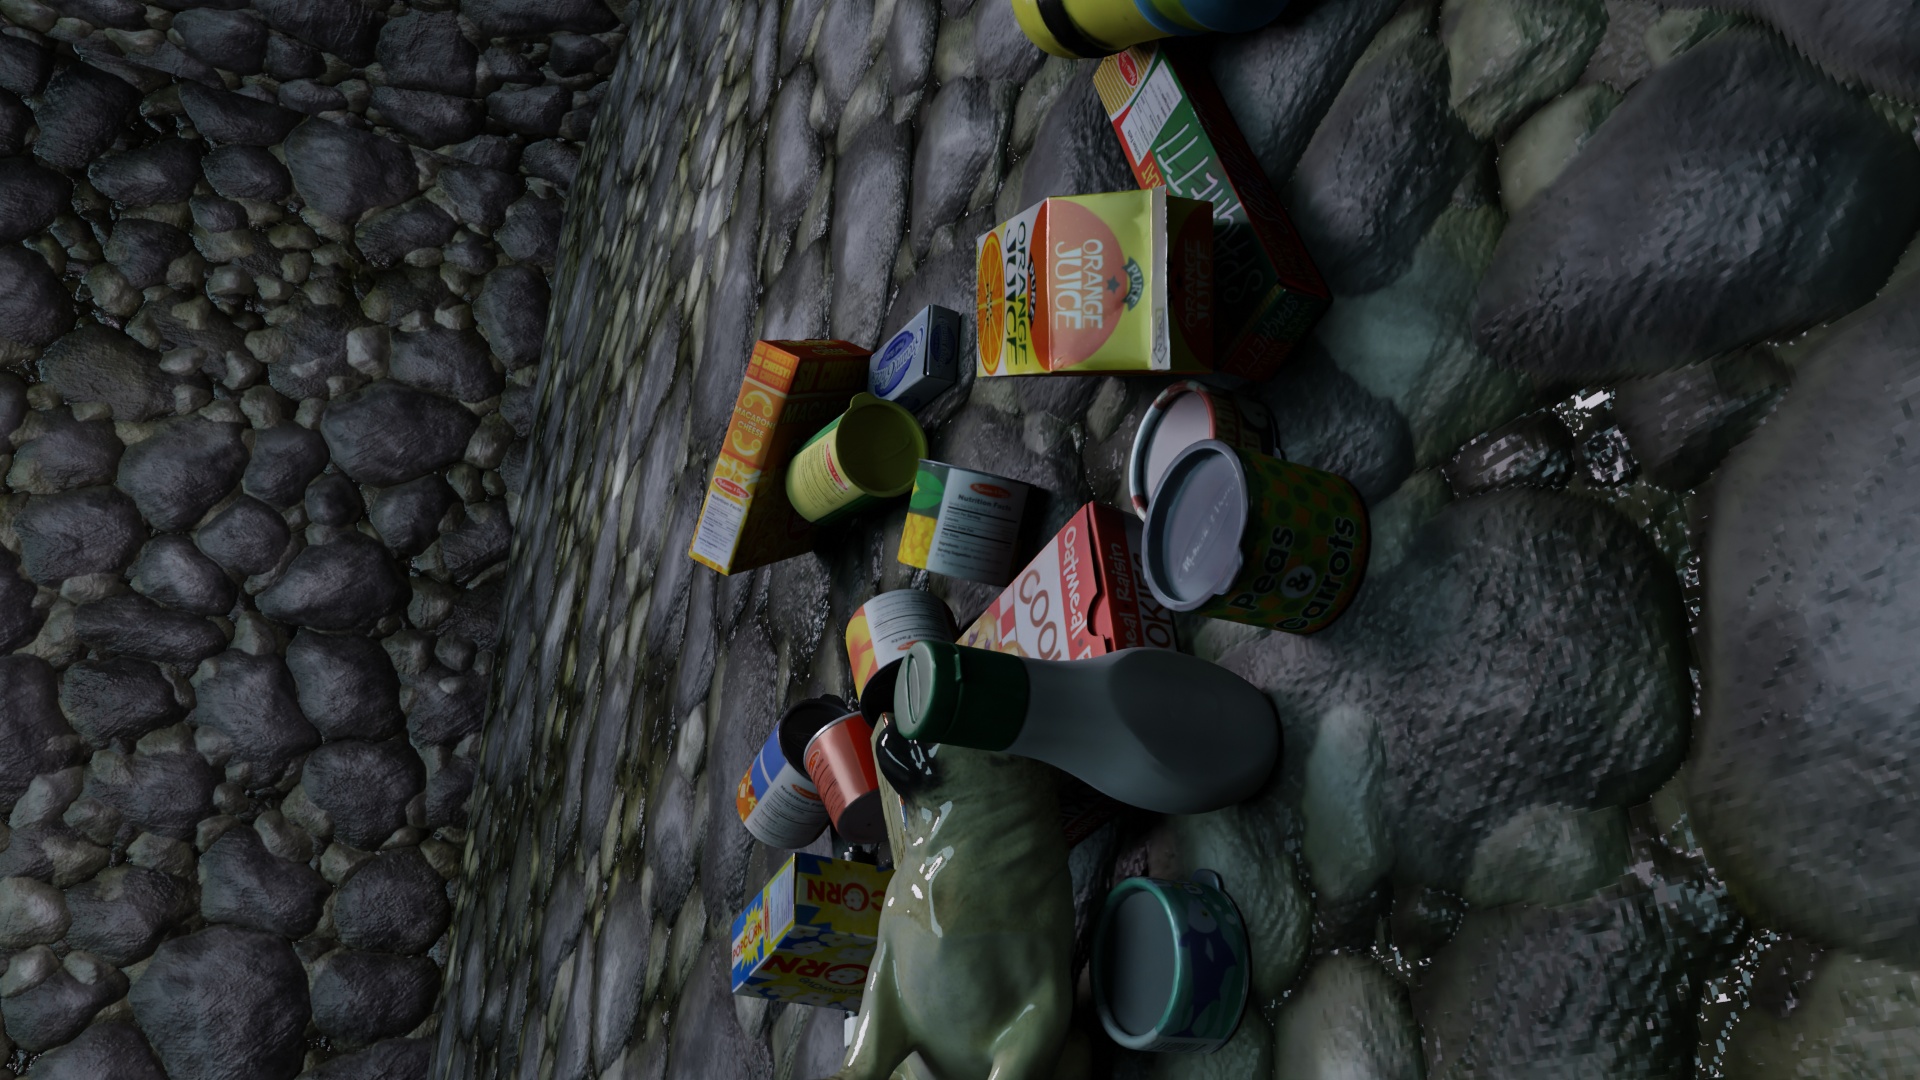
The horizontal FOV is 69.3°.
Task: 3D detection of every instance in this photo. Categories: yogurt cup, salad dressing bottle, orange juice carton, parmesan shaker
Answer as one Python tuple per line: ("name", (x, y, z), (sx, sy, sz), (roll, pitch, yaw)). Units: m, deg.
("yogurt cup", (-0.053, 0.140, 0.813), (0.072, 0.072, 0.054), (-60, 37, 33))
("salad dressing bottle", (0.049, 0.067, 0.525), (0.043, 0.148, 0.064), (-51, 35, 45))
("orange juice carton", (0.060, -0.109, 0.616), (0.193, 0.073, 0.071), (-152, 61, -78))
("parmesan shaker", (-0.073, -0.054, 0.945), (0.103, 0.071, 0.071), (-23, 58, 62))

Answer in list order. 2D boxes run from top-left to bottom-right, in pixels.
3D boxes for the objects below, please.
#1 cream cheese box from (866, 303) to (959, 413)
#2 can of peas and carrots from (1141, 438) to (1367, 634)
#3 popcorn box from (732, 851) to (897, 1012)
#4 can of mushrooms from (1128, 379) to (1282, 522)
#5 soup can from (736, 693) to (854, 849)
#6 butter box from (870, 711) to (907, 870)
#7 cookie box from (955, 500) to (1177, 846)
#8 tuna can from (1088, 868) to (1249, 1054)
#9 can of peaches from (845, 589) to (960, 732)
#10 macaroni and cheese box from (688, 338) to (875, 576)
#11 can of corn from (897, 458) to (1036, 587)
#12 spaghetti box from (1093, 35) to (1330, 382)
("cream cheese box", (-0.035, -0.117, 0.946), (0.103, 0.024, 0.053), (-28, 54, 59))
("can of peas and carrots", (0.112, 0.001, 0.528), (0.070, 0.059, 0.071), (-39, 45, 54))
("popcorn box", (-0.037, 0.195, 0.672), (0.084, 0.127, 0.038), (-52, 30, 43))
("can of mushrooms", (0.104, -0.034, 0.595), (0.070, 0.033, 0.071), (-42, 41, 52))
("soup can", (-0.102, 0.152, 0.909), (0.083, 0.071, 0.072), (-55, 32, 41))
("butter box", (-0.014, 0.138, 0.741), (0.104, 0.053, 0.024), (-106, 34, -48))
("cookie box", (0.041, 0.079, 0.666), (0.166, 0.040, 0.123), (-50, 36, 45))
("tuna can", (0.081, 0.164, 0.546), (0.070, 0.033, 0.071), (-39, 44, 54))
("can of peaches", (-0.030, 0.072, 0.792), (0.071, 0.071, 0.058), (-62, 28, 30))
("macaroni and cheese box", (-0.129, -0.065, 1.018), (0.124, 0.040, 0.166), (-19, -49, -66))
("can of corn", (0.003, -0.010, 0.763), (0.071, 0.071, 0.058), (16, 93, 66))
("spaghetti box", (0.111, -0.172, 0.654), (0.050, 0.029, 0.251), (-57, 31, 37))
